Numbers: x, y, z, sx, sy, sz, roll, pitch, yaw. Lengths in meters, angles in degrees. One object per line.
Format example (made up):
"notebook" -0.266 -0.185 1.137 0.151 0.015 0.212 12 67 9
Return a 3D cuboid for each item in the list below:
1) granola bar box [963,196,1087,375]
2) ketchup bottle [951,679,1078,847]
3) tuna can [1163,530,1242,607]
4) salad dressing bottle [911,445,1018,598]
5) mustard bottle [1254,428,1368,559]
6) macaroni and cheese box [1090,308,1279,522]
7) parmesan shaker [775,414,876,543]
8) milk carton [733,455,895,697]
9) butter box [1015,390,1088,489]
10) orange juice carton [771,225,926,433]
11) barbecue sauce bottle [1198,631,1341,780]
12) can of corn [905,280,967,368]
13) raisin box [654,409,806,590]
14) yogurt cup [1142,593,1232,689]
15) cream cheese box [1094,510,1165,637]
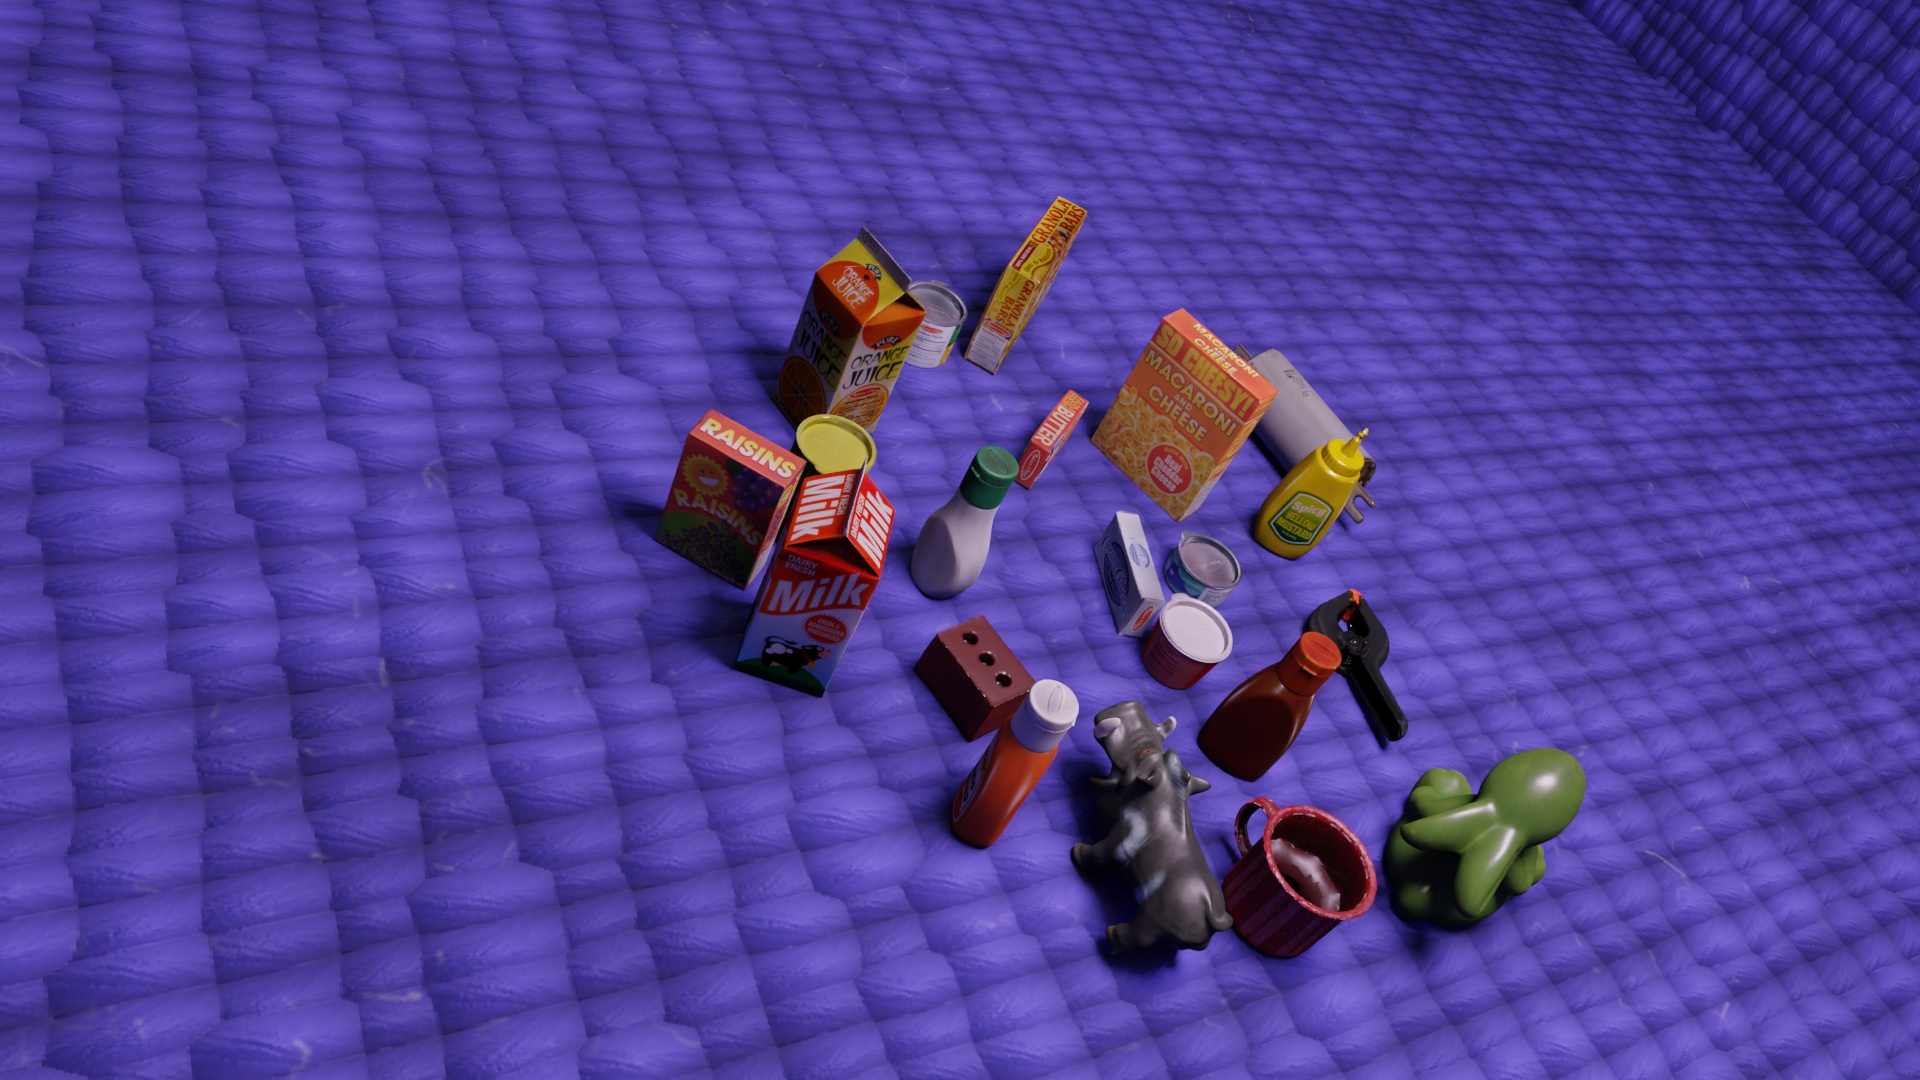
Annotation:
"granola bar box" 0.067 -0.263 1.420 0.039 0.123 0.166 29 43 1
"ketchup bottle" 0.039 0.156 0.987 0.043 0.148 0.065 26 43 -3
"tuna can" 0.223 0.027 1.290 0.071 0.032 0.071 14 44 -14
"salad dressing bottle" 0.004 -0.014 1.133 0.044 0.146 0.064 -11 55 -34
"mustard bottle" 0.342 -0.050 1.331 0.065 0.159 0.049 27 43 -2
"macaroni and cheese box" 0.210 -0.118 1.324 0.124 0.165 0.040 45 45 17
"parmesan shaker" -0.116 -0.042 1.131 0.071 0.102 0.072 14 44 -14
"milk carton" -0.102 0.025 1.010 0.073 0.189 0.073 19 43 -10
"butter box" 0.085 -0.097 1.323 0.024 0.052 0.104 33 43 5
"orange juice carton" -0.093 -0.175 1.204 0.073 0.191 0.072 -20 60 -39
"barbecue sauce bottle" 0.252 0.132 1.119 0.065 0.147 0.044 34 43 6
"can of corn" -0.034 -0.214 1.371 0.071 0.058 0.071 14 44 -14
"raisin box" -0.179 -0.030 1.073 0.086 0.122 0.040 30 43 2
"yogurt cup" 0.192 0.091 1.196 0.072 0.053 0.073 14 44 -14
"cream cheese box" 0.149 0.029 1.234 0.024 0.053 0.104 8 46 -21
